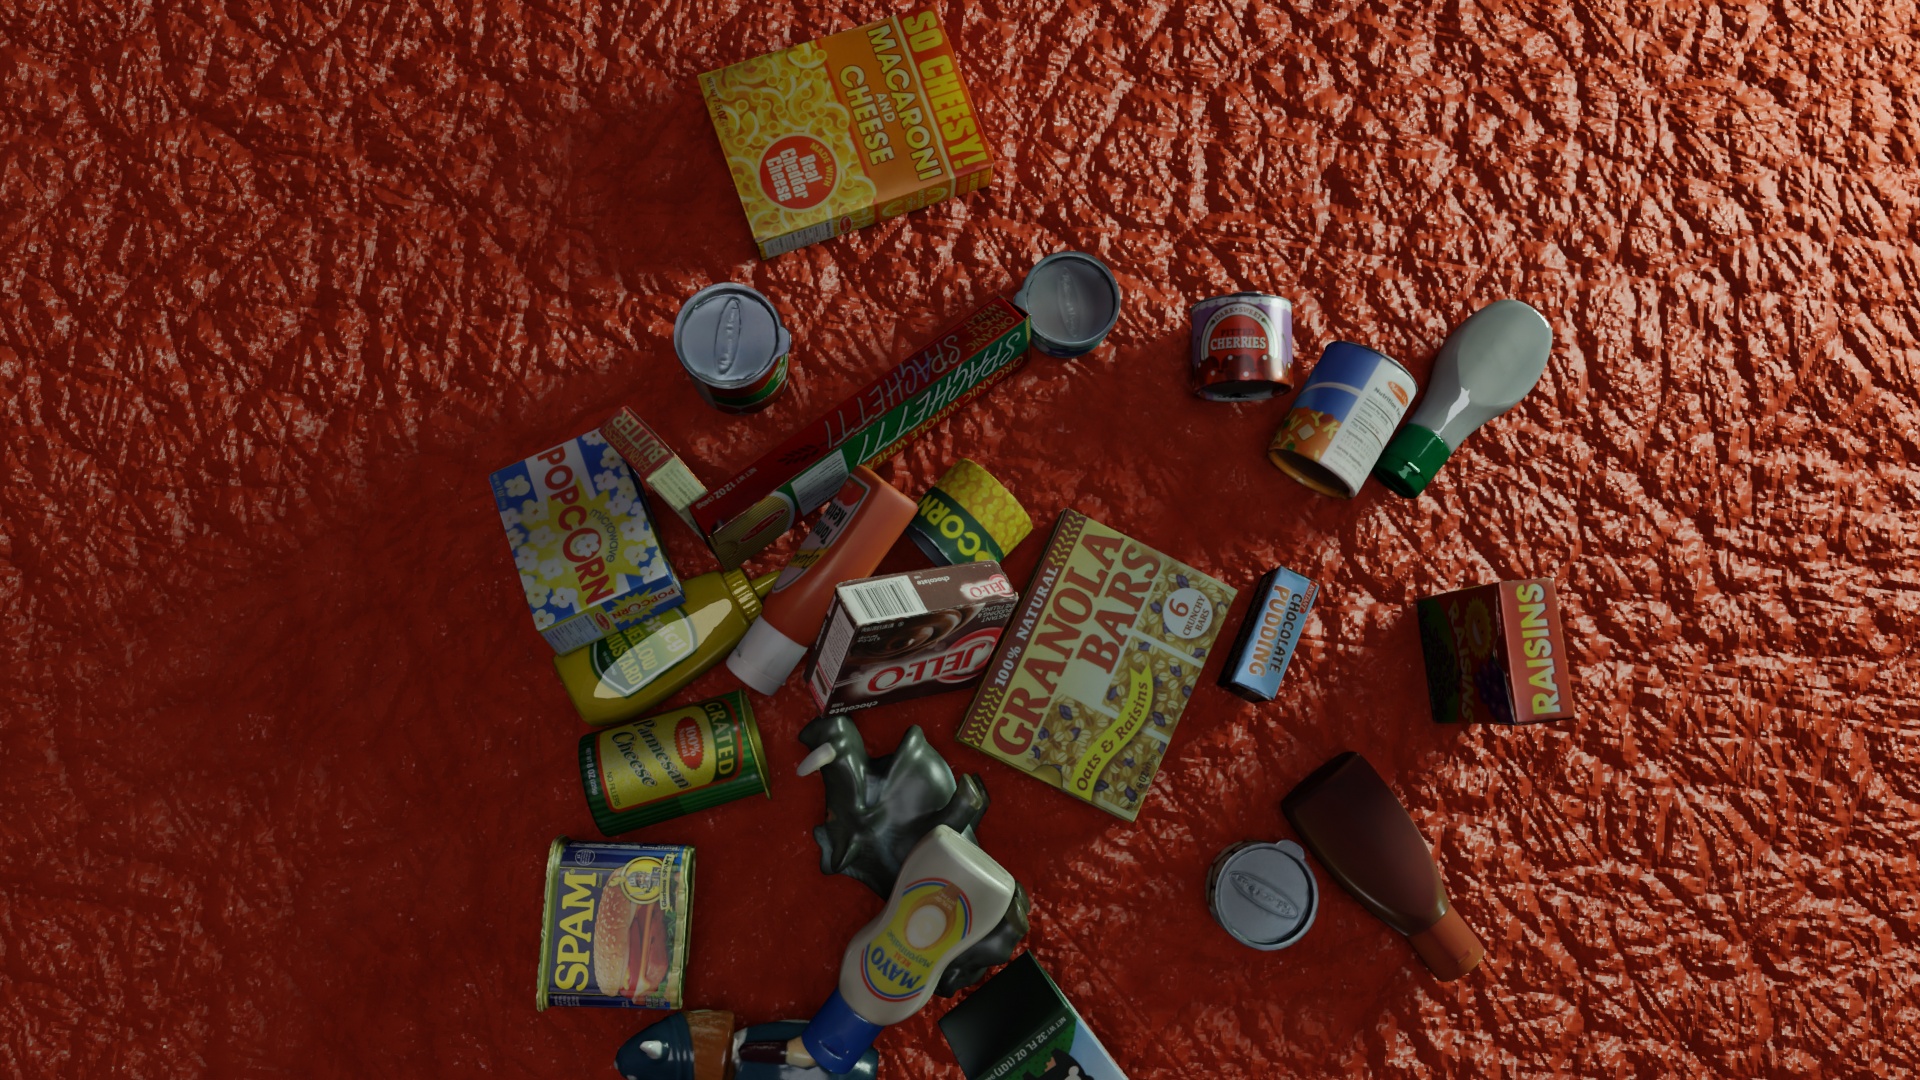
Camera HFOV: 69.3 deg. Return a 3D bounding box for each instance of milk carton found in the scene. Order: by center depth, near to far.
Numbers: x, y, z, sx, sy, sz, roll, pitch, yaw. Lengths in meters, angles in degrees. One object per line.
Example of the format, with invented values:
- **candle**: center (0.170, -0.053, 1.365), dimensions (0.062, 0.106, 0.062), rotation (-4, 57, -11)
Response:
- **milk carton**: center (0.074, 0.346, 0.825), dimensions (0.072, 0.073, 0.190), rotation (-38, 106, -7)

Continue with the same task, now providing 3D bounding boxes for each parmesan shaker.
- **parmesan shaker**: center (-0.175, 0.140, 0.854), dimensions (0.103, 0.071, 0.071), rotation (-16, 84, -6)

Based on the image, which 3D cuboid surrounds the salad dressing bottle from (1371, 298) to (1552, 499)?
- **salad dressing bottle**: center (0.335, -0.094, 0.931), dimensions (0.064, 0.044, 0.148), rotation (41, 83, 0)

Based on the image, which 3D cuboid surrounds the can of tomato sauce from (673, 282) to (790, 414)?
- **can of tomato sauce**: center (-0.142, -0.120, 0.884), dimensions (0.071, 0.083, 0.071), rotation (0, 83, -4)

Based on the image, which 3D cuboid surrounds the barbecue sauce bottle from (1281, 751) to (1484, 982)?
- **barbecue sauce bottle**: center (0.273, 0.211, 0.886), dimensions (0.065, 0.043, 0.148), rotation (-37, 87, -7)

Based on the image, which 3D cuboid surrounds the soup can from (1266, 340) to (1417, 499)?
- **soup can**: center (0.248, -0.079, 0.914), dimensions (0.071, 0.071, 0.084), rotation (32, 83, 1)

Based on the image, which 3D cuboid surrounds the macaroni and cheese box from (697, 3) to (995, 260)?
- **macaroni and cheese box**: center (-0.076, -0.274, 0.931), dimensions (0.167, 0.040, 0.124), rotation (-19, 84, -5)

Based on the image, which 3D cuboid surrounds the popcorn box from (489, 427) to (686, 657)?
- **popcorn box**: center (-0.233, -0.003, 0.862), dimensions (0.085, 0.038, 0.127), rotation (-24, 60, -7)

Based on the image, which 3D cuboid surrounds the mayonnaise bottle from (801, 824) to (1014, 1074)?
- **mayonnaise bottle**: center (-0.034, 0.240, 0.803), dimensions (0.065, 0.041, 0.148), rotation (37, 94, 3)

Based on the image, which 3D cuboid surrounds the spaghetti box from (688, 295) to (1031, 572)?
- **spaghetti box**: center (-0.058, -0.070, 0.883), dimensions (0.251, 0.050, 0.029), rotation (-36, 64, -15)

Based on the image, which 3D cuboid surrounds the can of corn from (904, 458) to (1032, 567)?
- **can of corn**: center (0.003, -0.011, 0.885), dimensions (0.071, 0.071, 0.058), rotation (45, 81, 3)

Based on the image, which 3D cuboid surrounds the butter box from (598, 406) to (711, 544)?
- **butter box**: center (-0.179, -0.038, 0.855), dimensions (0.024, 0.103, 0.053), rotation (-44, 64, -7)

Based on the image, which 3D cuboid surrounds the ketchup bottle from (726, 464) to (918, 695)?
- **ketchup bottle**: center (-0.086, 0.026, 0.853), dimensions (0.043, 0.065, 0.149), rotation (35, 90, -23)

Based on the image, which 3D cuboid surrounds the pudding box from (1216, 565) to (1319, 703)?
- **pudding box**: center (0.199, 0.061, 0.898), dimensions (0.030, 0.049, 0.084), rotation (24, 82, 1)

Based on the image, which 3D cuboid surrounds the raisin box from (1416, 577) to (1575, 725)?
- **raisin box**: center (0.331, 0.071, 0.868), dimensions (0.040, 0.123, 0.086), rotation (-4, 83, -4)

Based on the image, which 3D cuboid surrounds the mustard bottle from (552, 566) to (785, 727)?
- **mustard bottle**: center (-0.174, 0.056, 0.875), dimensions (0.160, 0.048, 0.065), rotation (-31, 82, -8)

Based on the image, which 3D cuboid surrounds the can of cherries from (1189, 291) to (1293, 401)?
- **can of cherries**: center (0.184, -0.126, 0.912), dimensions (0.071, 0.071, 0.058), rotation (1, 83, -3)

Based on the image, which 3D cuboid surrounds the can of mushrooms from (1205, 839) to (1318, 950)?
- **can of mushrooms**: center (0.192, 0.222, 0.884), dimensions (0.071, 0.033, 0.071), rotation (0, 82, -3)

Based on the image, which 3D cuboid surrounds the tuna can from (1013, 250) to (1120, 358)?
- **tuna can**: center (0.069, -0.157, 0.928), dimensions (0.071, 0.033, 0.071), rotation (0, 82, -4)

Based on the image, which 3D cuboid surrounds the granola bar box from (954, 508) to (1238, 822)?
- **granola bar box**: center (0.087, 0.079, 0.894), dimensions (0.124, 0.039, 0.166), rotation (26, 81, 0)
